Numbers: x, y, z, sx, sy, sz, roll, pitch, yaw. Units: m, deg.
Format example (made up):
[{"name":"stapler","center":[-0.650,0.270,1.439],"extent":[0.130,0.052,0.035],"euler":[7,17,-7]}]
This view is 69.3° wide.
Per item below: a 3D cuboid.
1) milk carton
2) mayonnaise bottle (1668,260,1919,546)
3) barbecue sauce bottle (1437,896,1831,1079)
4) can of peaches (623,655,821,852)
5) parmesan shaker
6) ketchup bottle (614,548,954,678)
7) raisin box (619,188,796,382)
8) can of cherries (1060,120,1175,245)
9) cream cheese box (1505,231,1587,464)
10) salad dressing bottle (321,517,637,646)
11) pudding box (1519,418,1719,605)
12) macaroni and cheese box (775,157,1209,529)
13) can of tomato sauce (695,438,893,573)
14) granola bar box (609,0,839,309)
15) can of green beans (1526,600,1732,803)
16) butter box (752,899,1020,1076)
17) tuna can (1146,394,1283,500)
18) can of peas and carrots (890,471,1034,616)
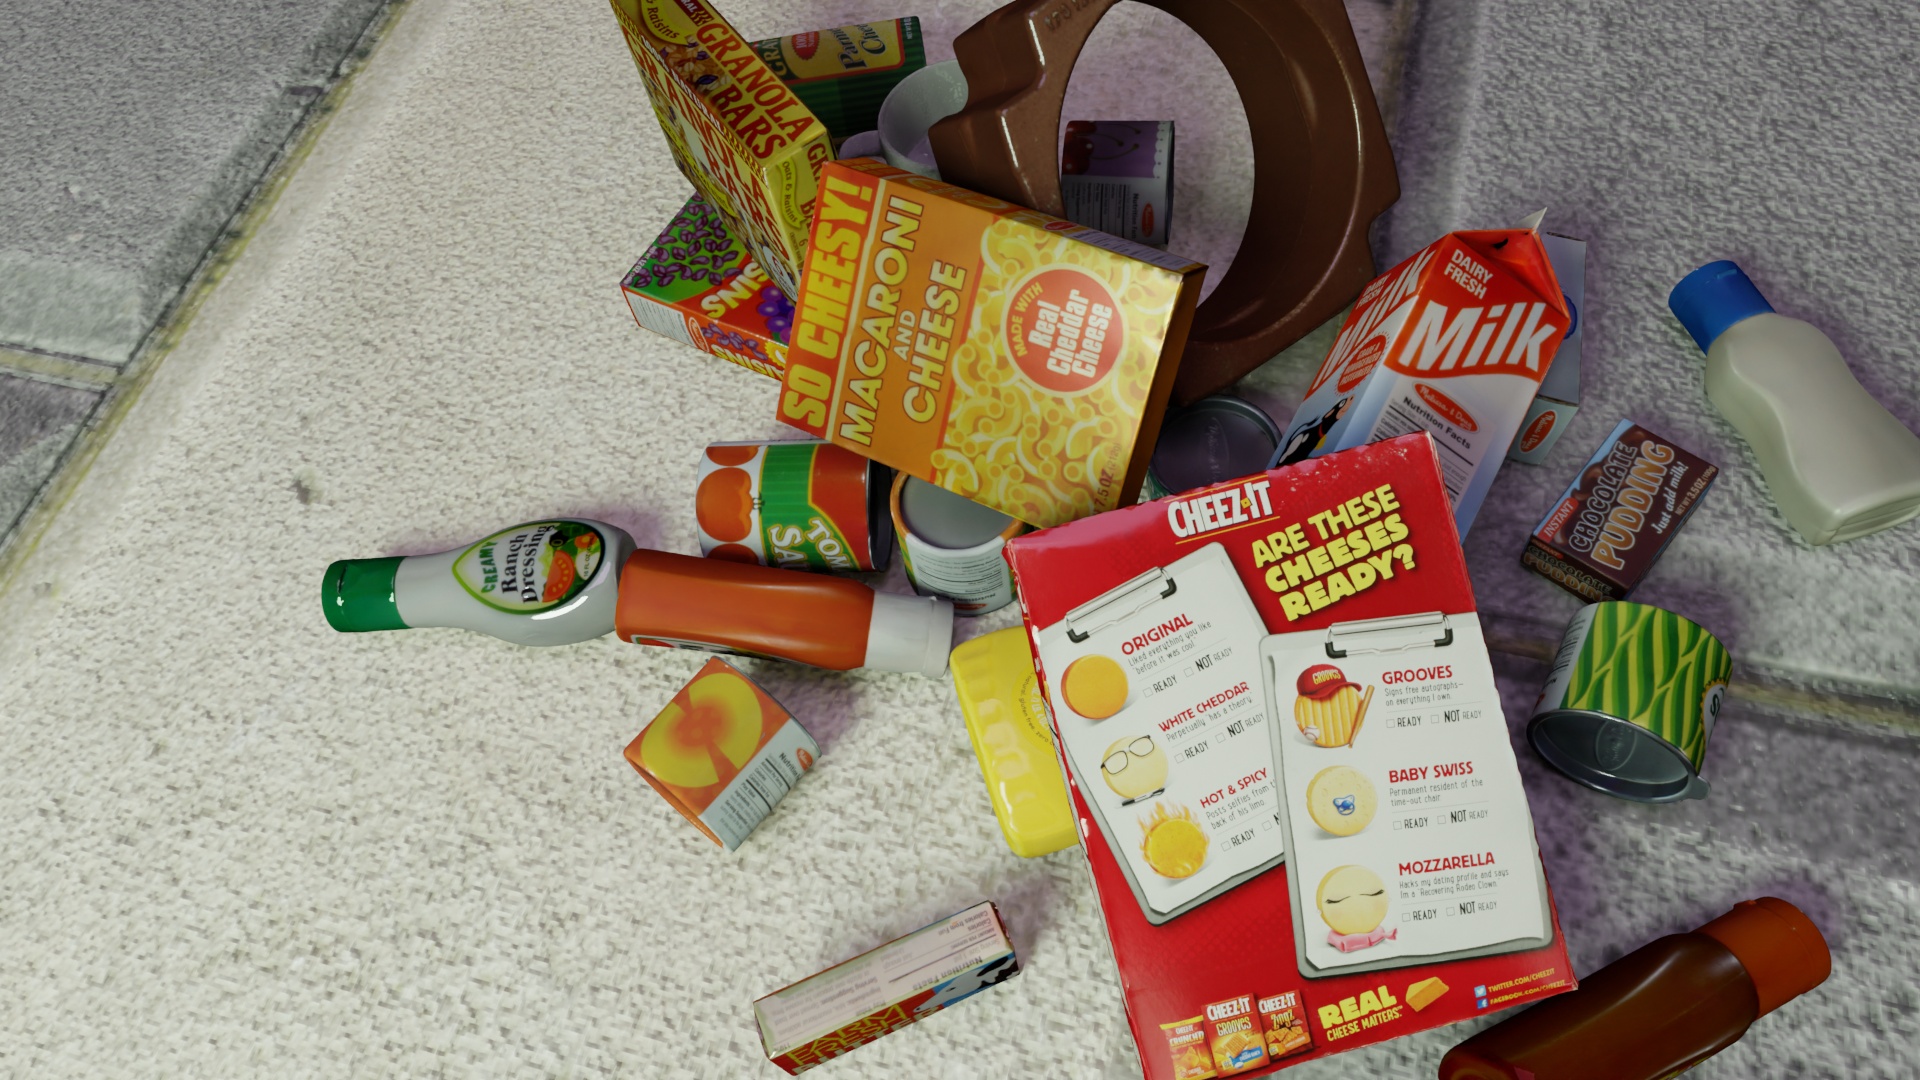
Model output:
[{"name":"milk carton","center":[0.210,-0.069,0.637],"extent":[0.073,0.072,0.191],"euler":[34,74,-8]},{"name":"mayonnaise bottle","center":[0.394,-0.070,0.662],"extent":[0.065,0.041,0.149],"euler":[-15,58,-4]},{"name":"barbecue sauce bottle","center":[0.255,0.179,0.518],"extent":[0.149,0.064,0.044],"euler":[-20,70,-16]},{"name":"can of peaches","center":[-0.106,0.093,0.609],"extent":[0.071,0.071,0.058],"euler":[33,69,23]},{"name":"parmesan shaker","center":[-0.070,-0.270,0.823],"extent":[0.103,0.071,0.071],"euler":[-9,59,1]},{"name":"ketchup bottle","center":[-0.079,0.035,0.636],"extent":[0.149,0.064,0.043],"euler":[8,88,-5]},{"name":"raisin box","center":[-0.110,-0.139,0.764],"extent":[0.123,0.040,0.086],"euler":[22,63,20]},{"name":"can of cherries","center":[0.087,-0.197,0.760],"extent":[0.058,0.071,0.072],"euler":[3,60,10]},{"name":"cream cheese box","center":[0.284,-0.094,0.681],"extent":[0.024,0.053,0.104],"euler":[13,62,6]},{"name":"salad dressing bottle","center":[-0.233,0.023,0.678],"extent":[0.148,0.043,0.064],"euler":[-5,58,4]},{"name":"pudding box","center":[0.304,-0.011,0.643],"extent":[0.050,0.030,0.084],"euler":[36,69,25]},{"name":"macaroni and cheese box","center":[0.009,-0.083,0.603],"extent":[0.166,0.123,0.040],"euler":[23,24,19]},{"name":"can of tomato sauce","center":[-0.079,-0.015,0.669],"extent":[0.083,0.071,0.071],"euler":[-2,59,7]},{"name":"granola bar box","center":[-0.109,-0.198,0.702],"extent":[0.039,0.123,0.166],"euler":[-33,61,-11]},{"name":"can of green beans","center":[0.278,0.067,0.578],"extent":[0.071,0.071,0.058],"euler":[24,65,19]},{"name":"butter box","center":[-0.028,0.179,0.555],"extent":[0.103,0.053,0.024],"euler":[-22,62,-6]},{"name":"tuna can","center":[0.121,-0.035,0.677],"extent":[0.071,0.032,0.071],"euler":[-3,59,5]},{"name":"can of peas and carrots","center":[0.002,-0.008,0.660],"extent":[0.071,0.058,0.071],"euler":[-3,59,5]}]
